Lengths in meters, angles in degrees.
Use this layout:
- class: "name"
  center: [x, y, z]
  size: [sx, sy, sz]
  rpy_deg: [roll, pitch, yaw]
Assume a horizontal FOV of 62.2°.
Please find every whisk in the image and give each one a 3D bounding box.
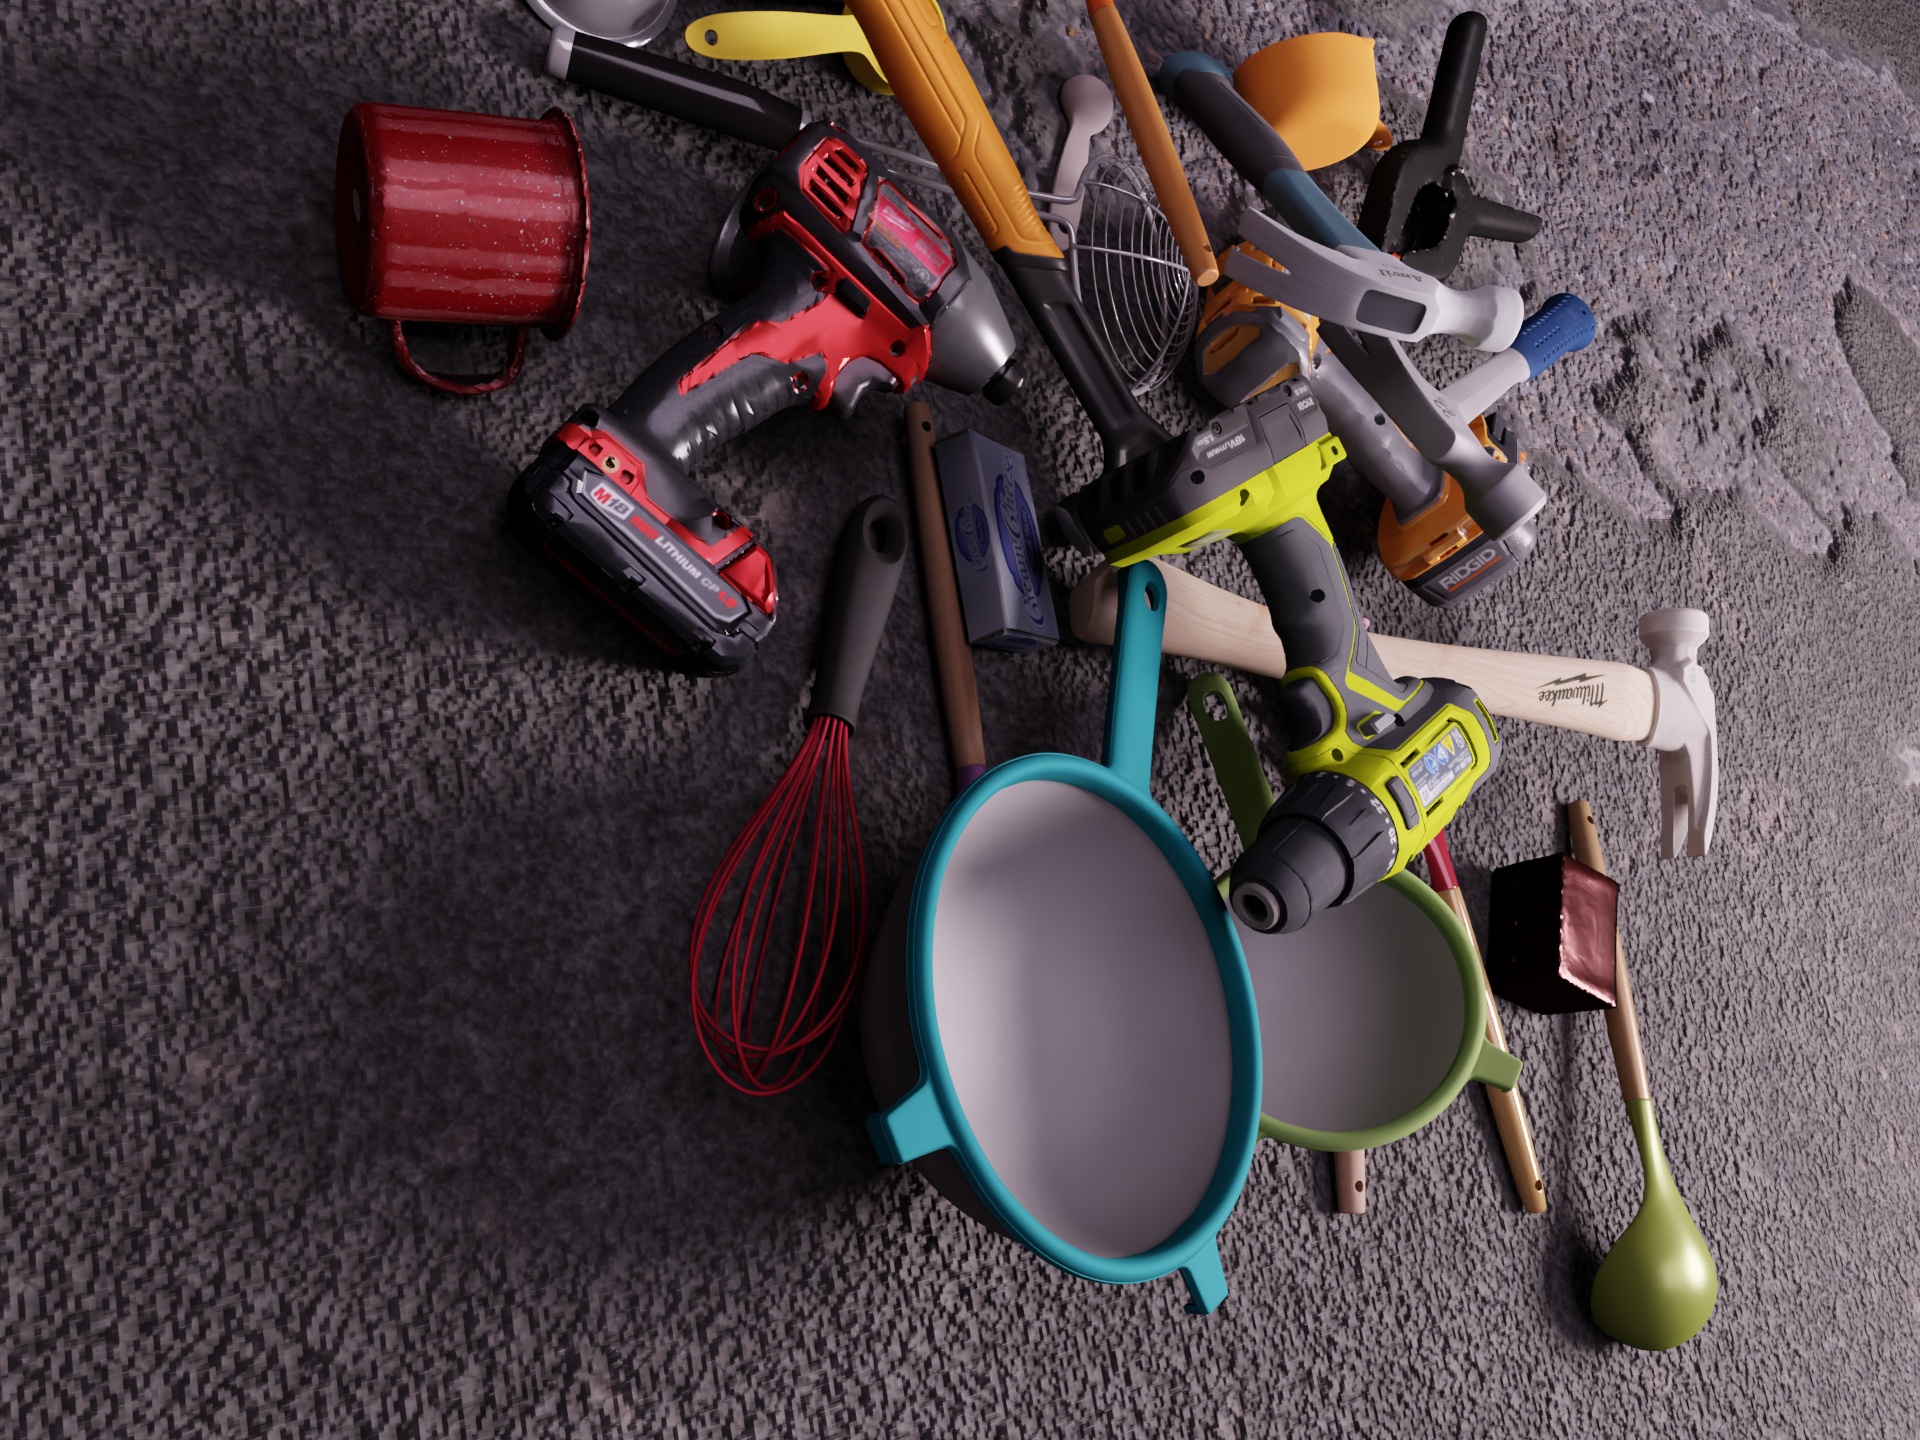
- class: "whisk"
  center: [-0.060, 0.019, 0.687]
  size: [0.073, 0.073, 0.296]
  rpy_deg: [27, 55, -25]

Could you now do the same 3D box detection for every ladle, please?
- class: "ladle"
  center: [0.385, 0.201, 0.942]
  size: [0.078, 0.062, 0.320]
  rpy_deg: [13, 61, -28]
- class: "ladle"
  center: [0.284, 0.121, 0.901]
  size: [0.069, 0.031, 0.315]
  rpy_deg: [-10, 83, -29]

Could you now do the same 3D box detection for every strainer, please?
- class: "strainer"
  center: [0.038, 0.074, 0.701]
  size: [0.210, 0.095, 0.341]
  rpy_deg: [36, 48, -32]
- class: "strainer"
  center: [0.163, 0.097, 0.810]
  size: [0.151, 0.069, 0.257]
  rpy_deg: [-15, 62, -2]
- class: "strainer"
  center: [-0.116, -0.372, 0.783]
  size: [0.258, 0.050, 0.087]
  rpy_deg: [-15, 100, -39]

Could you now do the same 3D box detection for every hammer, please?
- class: "hammer"
  center: [0.321, -0.214, 0.941]
  size: [0.144, 0.035, 0.405]
  rpy_deg: [49, 36, 4]
- class: "hammer"
  center: [0.170, -0.288, 0.844]
  size: [0.128, 0.033, 0.331]
  rpy_deg: [4, 38, -17]
- class: "hammer"
  center: [0.247, -0.018, 0.860]
  size: [0.410, 0.038, 0.146]
  rpy_deg: [8, 77, -22]
- class: "hammer"
  center: [0.028, -0.248, 0.765]
  size: [0.127, 0.034, 0.336]
  rpy_deg: [-35, 111, -2]

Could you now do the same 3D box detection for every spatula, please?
- class: "spatula"
  center: [-0.001, -0.002, 0.754]
  size: [0.059, 0.018, 0.316]
  rpy_deg: [0, 76, -33]
- class: "spatula"
  center: [0.079, -0.356, 0.858]
  size: [0.081, 0.041, 0.323]
  rpy_deg: [4, 59, -36]

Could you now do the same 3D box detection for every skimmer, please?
- class: "skimmer"
  center: [-0.032, -0.264, 0.811]
  size: [0.363, 0.090, 0.127]
  rpy_deg: [12, 76, -20]

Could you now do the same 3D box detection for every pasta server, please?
- class: "pasta server"
  center: [0.204, 0.098, 0.848]
  size: [0.060, 0.040, 0.316]
  rpy_deg: [8, 72, -22]

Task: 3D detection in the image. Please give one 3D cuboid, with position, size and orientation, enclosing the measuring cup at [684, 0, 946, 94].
- class: "measuring cup"
  center: [-0.075, -0.342, 0.799]
  size: [0.156, 0.029, 0.062]
  rpy_deg: [-18, 109, -35]

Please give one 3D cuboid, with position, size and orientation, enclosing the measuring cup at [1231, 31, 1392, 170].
- class: "measuring cup"
  center: [0.237, -0.371, 1.004]
  size: [0.173, 0.095, 0.052]
  rpy_deg: [5, 77, -52]

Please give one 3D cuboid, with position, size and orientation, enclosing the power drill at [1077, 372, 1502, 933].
- class: "power drill"
  center: [0.150, -0.029, 0.740]
  size: [0.190, 0.080, 0.228]
  rpy_deg: [-32, 97, -40]

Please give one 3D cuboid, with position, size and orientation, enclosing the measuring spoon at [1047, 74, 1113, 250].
- class: "measuring spoon"
  center: [0.068, -0.318, 0.901]
  size: [0.034, 0.018, 0.124]
  rpy_deg: [23, 64, -26]

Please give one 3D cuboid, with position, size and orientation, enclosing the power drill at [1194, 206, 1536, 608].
- class: "power drill"
  center: [0.231, -0.193, 0.924]
  size: [0.226, 0.084, 0.185]
  rpy_deg: [39, 38, -17]

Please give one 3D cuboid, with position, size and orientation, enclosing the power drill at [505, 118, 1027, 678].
- class: "power drill"
  center: [-0.073, -0.130, 0.670]
  size: [0.143, 0.078, 0.220]
  rpy_deg: [41, 75, -17]
